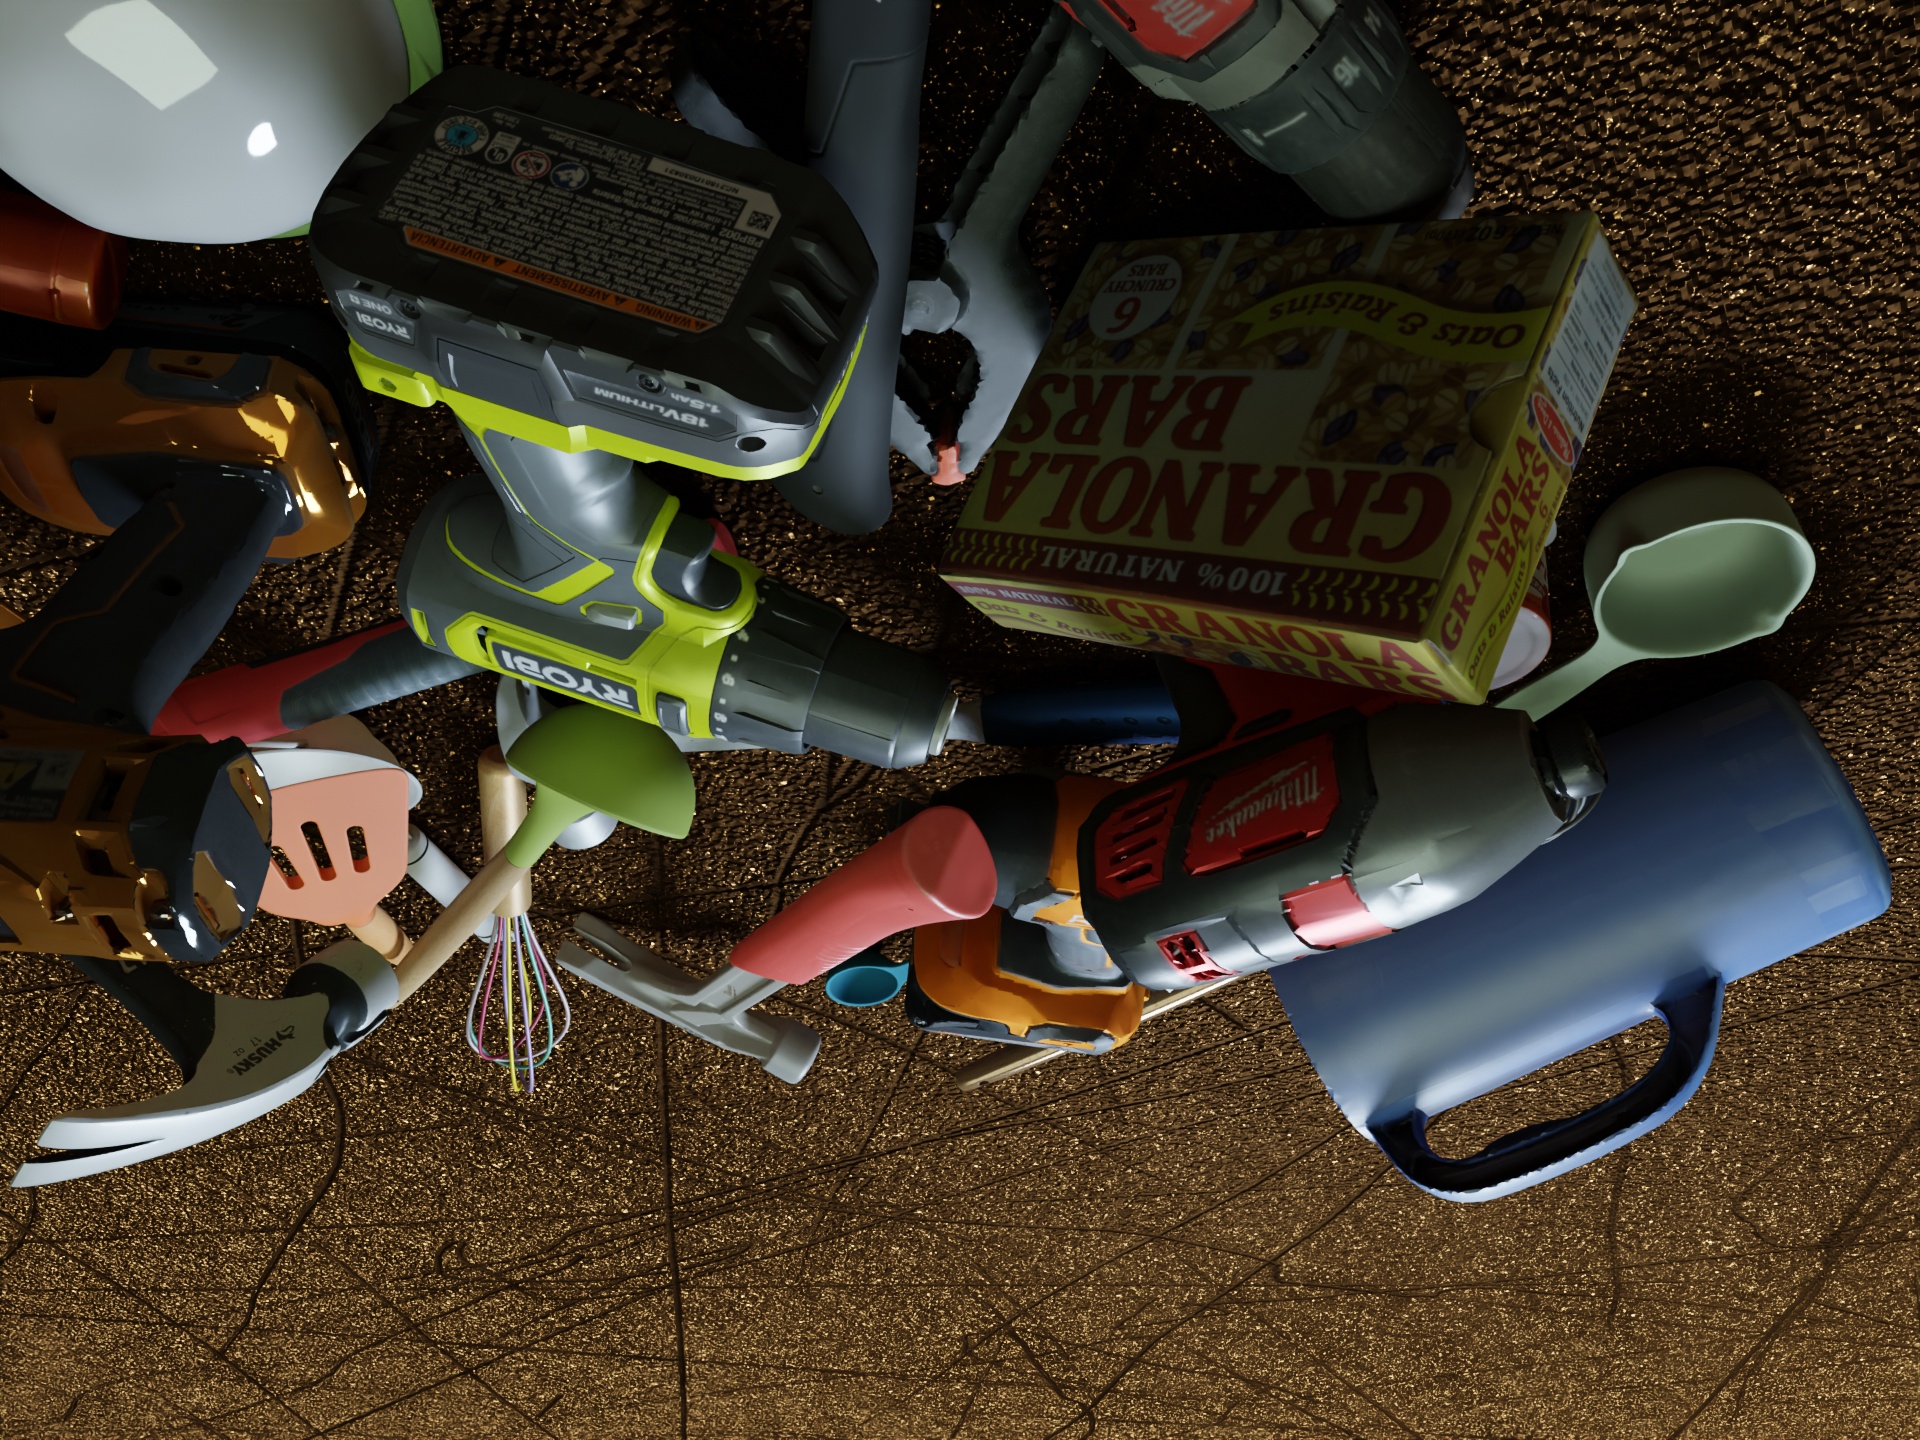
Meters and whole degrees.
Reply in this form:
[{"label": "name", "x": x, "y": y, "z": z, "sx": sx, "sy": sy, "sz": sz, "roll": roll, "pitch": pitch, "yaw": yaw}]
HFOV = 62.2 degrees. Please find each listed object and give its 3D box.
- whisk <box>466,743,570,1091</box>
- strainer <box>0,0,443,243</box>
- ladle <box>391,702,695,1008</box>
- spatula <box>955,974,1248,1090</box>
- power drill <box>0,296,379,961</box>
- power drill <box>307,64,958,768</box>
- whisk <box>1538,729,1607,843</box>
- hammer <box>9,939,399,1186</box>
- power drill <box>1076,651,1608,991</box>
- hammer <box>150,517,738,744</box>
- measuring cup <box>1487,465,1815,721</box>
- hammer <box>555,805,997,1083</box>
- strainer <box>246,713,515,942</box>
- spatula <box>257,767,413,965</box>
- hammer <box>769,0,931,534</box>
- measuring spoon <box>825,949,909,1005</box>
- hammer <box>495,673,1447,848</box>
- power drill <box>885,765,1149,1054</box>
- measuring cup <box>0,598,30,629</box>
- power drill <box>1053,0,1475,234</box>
[{"label": "whisk", "x": -0.229, "y": 0.104, "z": 0.808, "sx": 0.051, "sy": 0.047, "sz": 0.244, "roll": 24, "pitch": 132, "yaw": 15}, {"label": "strainer", "x": -0.176, "y": -0.161, "z": 0.447, "sx": 0.256, "sy": 0.069, "sz": 0.151, "roll": 20, "pitch": 139, "yaw": -21}, {"label": "ladle", "x": -0.213, "y": 0.082, "z": 0.722, "sx": 0.078, "sy": 0.062, "sz": 0.320, "roll": 26, "pitch": 138, "yaw": -24}, {"label": "spatula", "x": 0.139, "y": 0.140, "z": 0.835, "sx": 0.317, "sy": 0.044, "sz": 0.082, "roll": -26, "pitch": 141, "yaw": 14}, {"label": "power drill", "x": -0.292, "y": -0.032, "z": 0.492, "sx": 0.185, "sy": 0.226, "sz": 0.084, "roll": 3, "pitch": 143, "yaw": -2}, {"label": "power drill", "x": -0.087, "y": -0.064, "z": 0.480, "sx": 0.190, "sy": 0.080, "sz": 0.228, "roll": 18, "pitch": 153, "yaw": 3}, {"label": "whisk", "x": 0.166, "y": 0.039, "z": 0.681, "sx": 0.055, "sy": 0.055, "sz": 0.239, "roll": 26, "pitch": 157, "yaw": -29}, {"label": "hammer", "x": -0.385, "y": -0.001, "z": 0.529, "sx": 0.409, "sy": 0.149, "sz": 0.036, "roll": 39, "pitch": 109, "yaw": 0}, {"label": "power drill", "x": 0.104, "y": -0.034, "z": 0.483, "sx": 0.143, "sy": 0.220, "sz": 0.078, "roll": -22, "pitch": 138, "yaw": 28}, {"label": "hammer", "x": -0.275, "y": -0.021, "z": 0.635, "sx": 0.386, "sy": 0.143, "sz": 0.038, "roll": -16, "pitch": 142, "yaw": 5}, {"label": "measuring cup", "x": 0.249, "y": -0.039, "z": 0.625, "sx": 0.083, "sy": 0.038, "sz": 0.167, "roll": 20, "pitch": 141, "yaw": -23}, {"label": "hammer", "x": -0.084, "y": 0.099, "z": 0.723, "sx": 0.149, "sy": 0.037, "sz": 0.359, "roll": 31, "pitch": 152, "yaw": -11}, {"label": "strainer", "x": -0.272, "y": 0.054, "z": 0.765, "sx": 0.087, "sy": 0.050, "sz": 0.258, "roll": -6, "pitch": 148, "yaw": 9}, {"label": "spatula", "x": -0.279, "y": 0.083, "z": 0.742, "sx": 0.081, "sy": 0.041, "sz": 0.322, "roll": -15, "pitch": 169, "yaw": -16}, {"label": "hammer", "x": -0.018, "y": -0.157, "z": 0.395, "sx": 0.146, "sy": 0.035, "sz": 0.334, "roll": 20, "pitch": 149, "yaw": 5}, {"label": "measuring spoon", "x": -0.016, "y": 0.124, "z": 0.875, "sx": 0.128, "sy": 0.021, "sz": 0.042, "roll": -22, "pitch": 137, "yaw": 15}, {"label": "hammer", "x": -0.001, "y": -0.002, "z": 0.683, "sx": 0.405, "sy": 0.035, "sz": 0.143, "roll": -3, "pitch": 143, "yaw": 5}, {"label": "power drill", "x": 0.035, "y": 0.086, "z": 0.730, "sx": 0.164, "sy": 0.084, "sz": 0.226, "roll": 10, "pitch": 155, "yaw": -7}, {"label": "measuring cup", "x": -0.378, "y": -0.083, "z": 0.575, "sx": 0.095, "sy": 0.052, "sz": 0.173, "roll": -11, "pitch": 143, "yaw": 16}, {"label": "power drill", "x": 0.126, "y": -0.217, "z": 0.360, "sx": 0.187, "sy": 0.080, "sz": 0.226, "roll": 31, "pitch": 137, "yaw": -33}]
